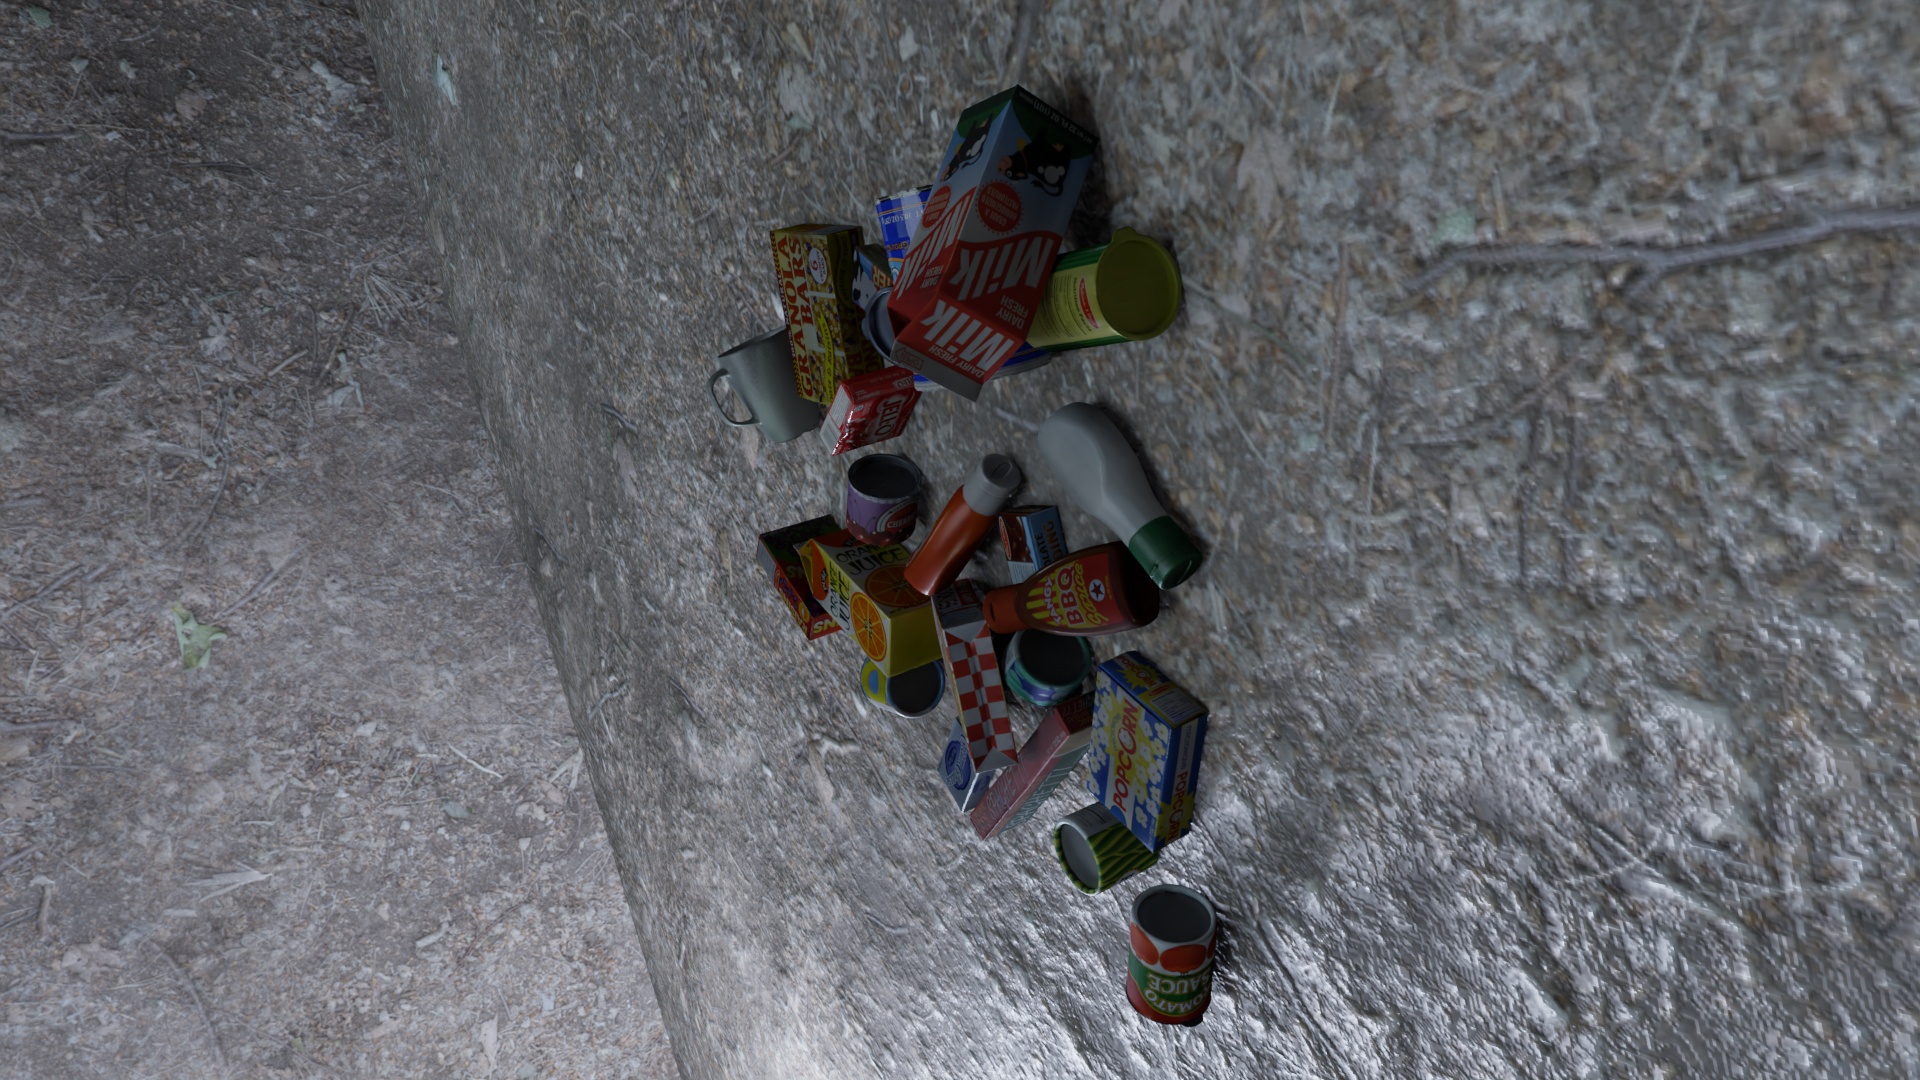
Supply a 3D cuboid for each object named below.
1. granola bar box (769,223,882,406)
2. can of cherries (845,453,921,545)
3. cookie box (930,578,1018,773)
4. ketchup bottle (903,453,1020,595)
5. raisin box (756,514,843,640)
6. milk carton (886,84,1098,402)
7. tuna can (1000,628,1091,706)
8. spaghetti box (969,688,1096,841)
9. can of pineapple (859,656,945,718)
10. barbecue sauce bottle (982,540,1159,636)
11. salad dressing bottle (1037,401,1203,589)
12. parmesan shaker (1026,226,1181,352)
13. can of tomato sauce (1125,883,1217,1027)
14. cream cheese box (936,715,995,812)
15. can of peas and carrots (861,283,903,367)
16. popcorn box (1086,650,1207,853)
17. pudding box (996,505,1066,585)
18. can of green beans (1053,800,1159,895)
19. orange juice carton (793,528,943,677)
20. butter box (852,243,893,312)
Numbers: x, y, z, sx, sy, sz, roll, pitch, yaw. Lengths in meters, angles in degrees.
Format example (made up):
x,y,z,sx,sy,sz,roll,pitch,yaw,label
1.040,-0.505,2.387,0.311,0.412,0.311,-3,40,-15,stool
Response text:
x,y,z,sx,sy,sz,roll,pitch,yaw,label
-0.124,-0.208,1.295,0.124,0.039,0.165,22,125,56,granola bar box
-0.070,-0.036,1.271,0.072,0.072,0.058,48,145,37,can of cherries
0.009,0.110,1.174,0.168,0.040,0.122,-115,13,-79,cookie box
0.004,-0.015,1.159,0.043,0.065,0.148,41,137,5,ketchup bottle
-0.146,0.037,1.433,0.124,0.086,0.039,53,145,32,raisin box
0.014,-0.190,0.906,0.073,0.072,0.191,3,71,60,milk carton
0.070,0.096,1.098,0.071,0.071,0.032,60,149,22,tuna can
0.066,0.195,1.181,0.029,0.050,0.248,61,151,22,spaghetti box
-0.056,0.134,1.351,0.058,0.071,0.071,7,113,60,can of pineapple
0.079,0.042,1.032,0.148,0.044,0.065,-15,85,48,barbecue sauce bottle
0.111,-0.031,0.968,0.148,0.044,0.064,55,147,27,salad dressing bottle
0.086,-0.162,0.908,0.103,0.071,0.071,5,111,61,parmesan shaker
0.162,0.317,1.061,0.071,0.071,0.082,37,136,48,can of tomato sauce
0.008,0.211,1.325,0.053,0.024,0.103,55,148,28,cream cheese box
-0.034,-0.177,1.103,0.071,0.059,0.070,18,123,29,can of peas and carrots
0.137,0.157,1.040,0.085,0.038,0.126,40,139,43,popcorn box
0.061,0.014,1.102,0.049,0.030,0.083,2,108,62,pudding box
0.116,0.242,1.110,0.071,0.058,0.071,39,139,46,can of green beans
-0.087,0.043,1.346,0.193,0.072,0.072,42,140,43,orange juice carton
-0.058,-0.209,1.189,0.104,0.024,0.052,45,142,41,butter box
